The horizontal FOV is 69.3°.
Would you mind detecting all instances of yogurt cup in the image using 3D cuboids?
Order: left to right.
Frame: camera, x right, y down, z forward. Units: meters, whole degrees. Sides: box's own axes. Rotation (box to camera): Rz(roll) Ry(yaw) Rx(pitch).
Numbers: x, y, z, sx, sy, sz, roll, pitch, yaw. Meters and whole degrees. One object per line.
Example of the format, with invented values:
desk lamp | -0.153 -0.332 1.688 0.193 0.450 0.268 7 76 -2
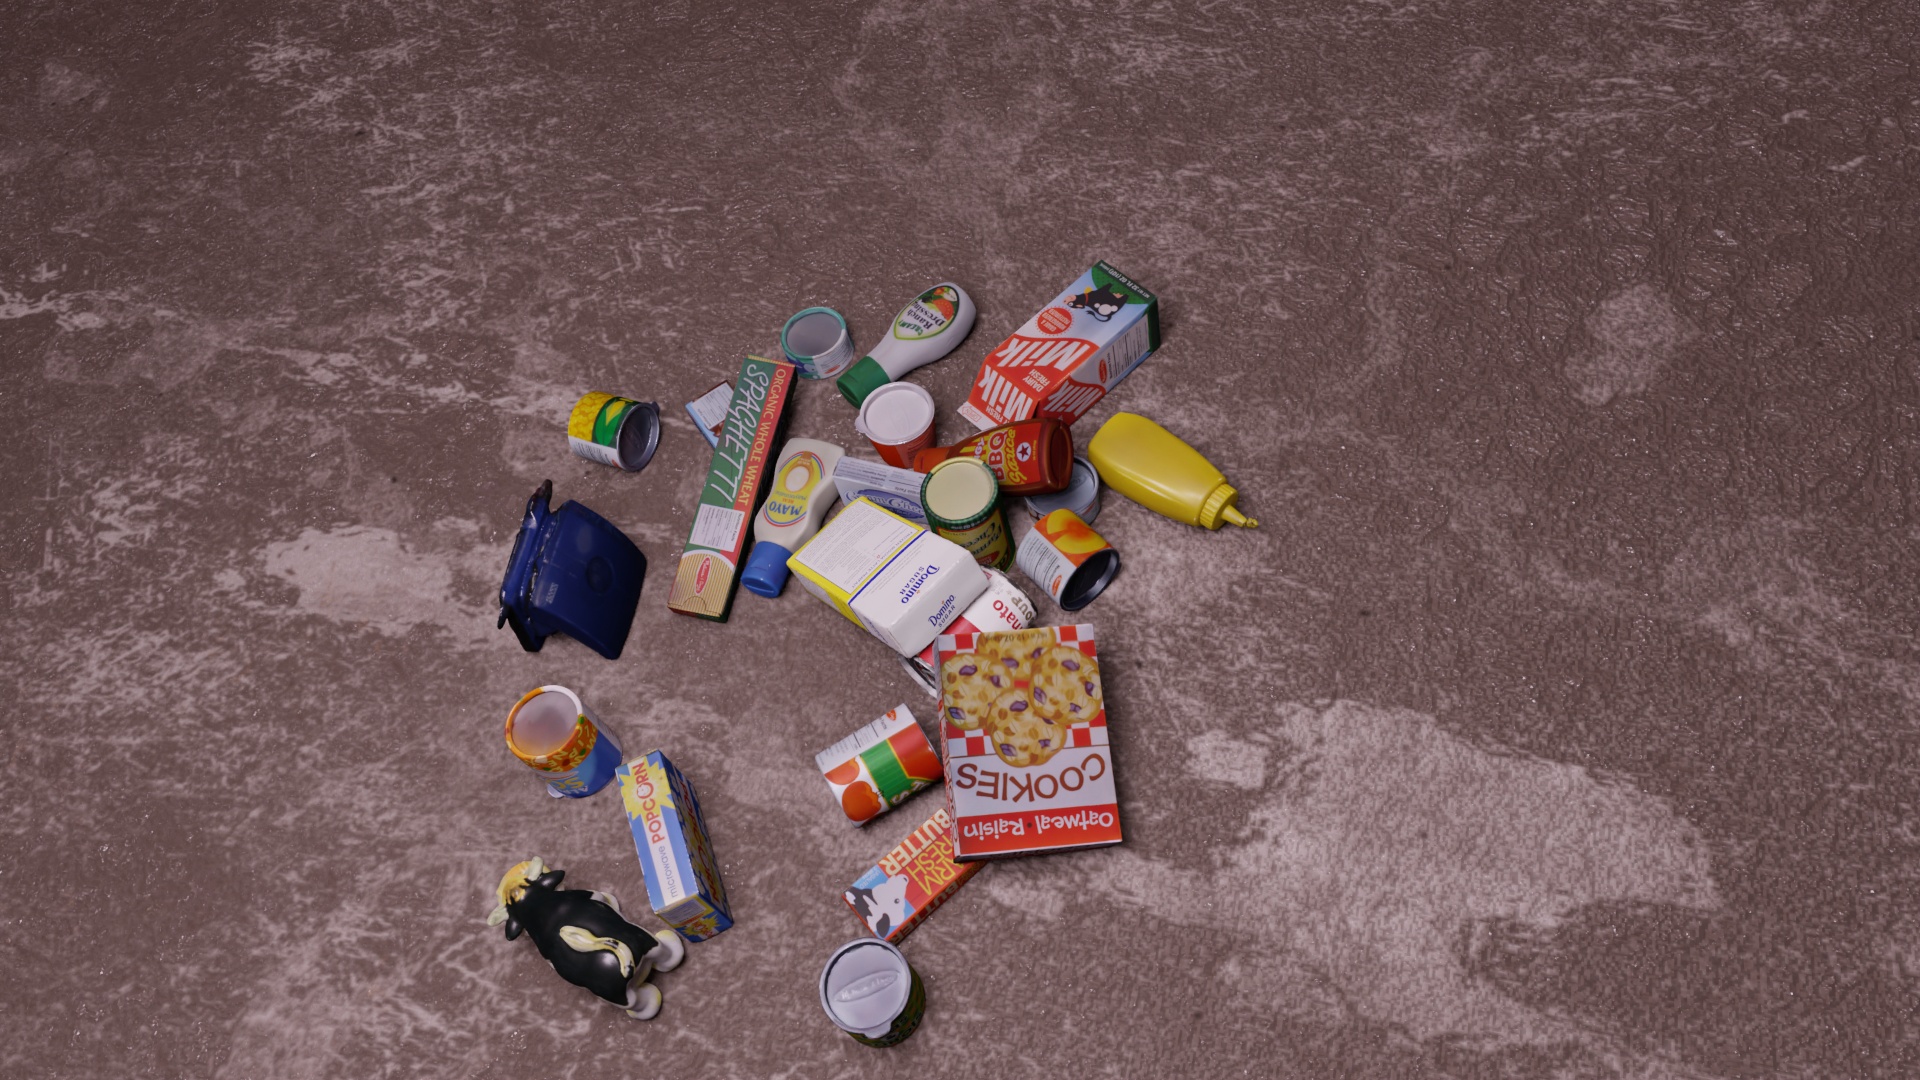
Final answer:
yogurt cup | -0.053 -0.102 1.256 0.072 0.053 0.073 -5 58 8

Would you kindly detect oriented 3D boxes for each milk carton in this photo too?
milk carton | 0.089 -0.158 1.251 0.191 0.073 0.072 -42 61 -14

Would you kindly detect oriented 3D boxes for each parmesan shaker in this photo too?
parmesan shaker | 0.004 -0.015 1.163 0.071 0.102 0.071 -5 59 8

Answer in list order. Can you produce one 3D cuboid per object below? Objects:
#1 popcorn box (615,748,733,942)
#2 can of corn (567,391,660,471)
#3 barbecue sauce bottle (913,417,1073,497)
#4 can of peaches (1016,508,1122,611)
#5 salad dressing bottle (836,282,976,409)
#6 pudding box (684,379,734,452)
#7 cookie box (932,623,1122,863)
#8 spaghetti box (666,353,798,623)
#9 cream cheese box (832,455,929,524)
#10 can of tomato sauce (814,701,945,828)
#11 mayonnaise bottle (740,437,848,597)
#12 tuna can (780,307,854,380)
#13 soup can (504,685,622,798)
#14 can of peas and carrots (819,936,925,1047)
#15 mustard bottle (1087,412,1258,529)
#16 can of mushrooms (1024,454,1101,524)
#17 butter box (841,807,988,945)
popcorn box | -0.219 0.235 1.065 0.038 0.085 0.127 -23 58 -2
can of corn | -0.324 -0.105 1.305 0.058 0.071 0.071 15 63 20
barbecue sauce bottle | 0.026 -0.067 1.196 0.148 0.044 0.065 -4 80 40
can of peaches | 0.090 0.015 1.151 0.071 0.071 0.058 -39 59 -13
salad dressing bottle | -0.051 -0.183 1.312 0.148 0.043 0.064 -43 59 -15
pudding box | -0.218 -0.107 1.306 0.050 0.030 0.084 -34 59 -11
cookie box | 0.048 0.152 1.051 0.123 0.040 0.168 -3 72 -9
spaghetti box | -0.201 -0.049 1.243 0.050 0.028 0.251 12 70 5
cream cheese box | -0.058 -0.042 1.221 0.104 0.053 0.024 13 63 18
can of tomato sauce | -0.061 0.177 1.082 0.083 0.071 0.071 -30 58 -7
mayonnaise bottle | -0.150 -0.021 1.233 0.065 0.041 0.149 11 61 18
tuna can | -0.140 -0.192 1.341 0.071 0.032 0.071 -5 59 8
soup can | -0.324 0.166 1.128 0.071 0.083 0.071 -5 59 8
can of peas and carrots | -0.061 0.326 0.993 0.071 0.058 0.071 -5 59 8
mustard bottle | 0.184 -0.049 1.181 0.160 0.048 0.065 36 71 27
can of mushrooms | 0.087 -0.042 1.205 0.071 0.033 0.071 -5 59 9
butter box | -0.034 0.255 1.051 0.104 0.024 0.053 -39 59 -13
